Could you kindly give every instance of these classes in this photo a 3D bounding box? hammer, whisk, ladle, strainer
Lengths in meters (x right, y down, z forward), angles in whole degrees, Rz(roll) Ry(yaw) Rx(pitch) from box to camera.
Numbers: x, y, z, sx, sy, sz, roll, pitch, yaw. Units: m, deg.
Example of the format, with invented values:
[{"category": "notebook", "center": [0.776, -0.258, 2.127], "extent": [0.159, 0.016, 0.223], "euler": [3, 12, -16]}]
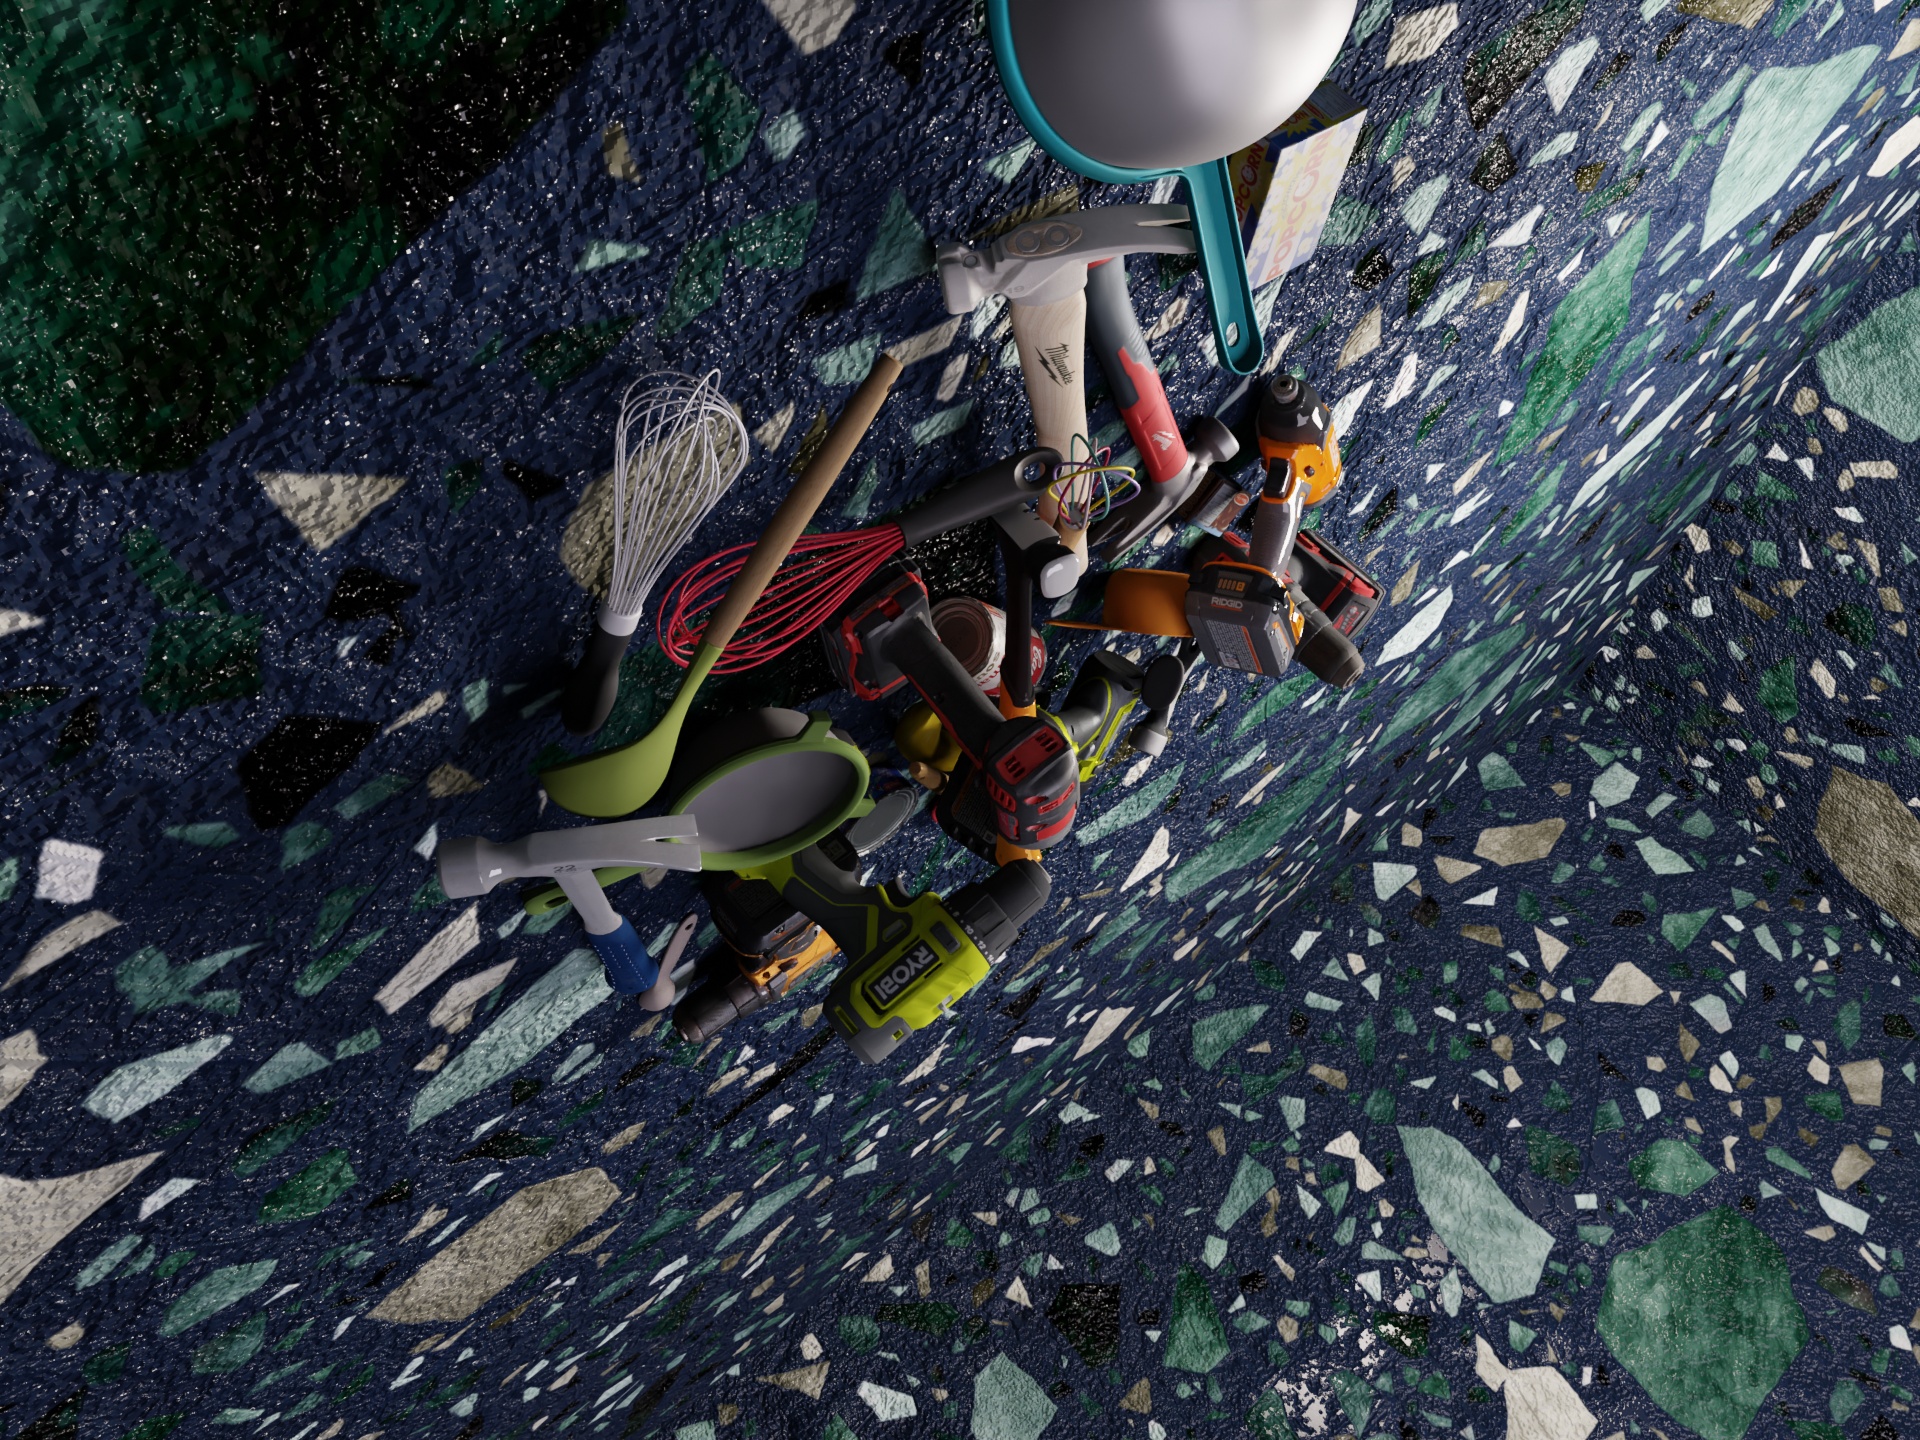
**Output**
[{"category": "hammer", "center": [0.076, -0.196, 1.064], "extent": [0.146, 0.038, 0.410], "euler": [-11, 159, 1]}, {"category": "whisk", "center": [-0.180, -0.082, 0.879], "extent": [0.070, 0.070, 0.284], "euler": [-23, 156, -41]}, {"category": "ladle", "center": [-0.013, 0.059, 1.380], "extent": [0.069, 0.031, 0.315], "euler": [-24, 169, 4]}, {"category": "strainer", "center": [-0.193, 0.059, 1.115], "extent": [0.256, 0.069, 0.151], "euler": [-24, 151, -1]}, {"category": "hammer", "center": [0.189, -0.036, 1.429], "extent": [0.149, 0.036, 0.409], "euler": [-65, 172, 3]}, {"category": "hammer", "center": [0.112, -0.228, 1.126], "extent": [0.143, 0.038, 0.386], "euler": [-43, 158, 3]}, {"category": "ladle", "center": [-0.134, -0.073, 0.885], "extent": [0.320, 0.062, 0.078], "euler": [-55, 174, 15]}, {"category": "hammer", "center": [0.037, -0.015, 1.155], "extent": [0.034, 0.127, 0.336], "euler": [-22, 136, -21]}, {"category": "whisk", "center": [0.073, -0.138, 1.039], "extent": [0.047, 0.051, 0.245], "euler": [-38, 178, -4]}, {"category": "strainer", "center": [0.138, -0.307, 0.787], "extent": [0.211, 0.095, 0.340], "euler": [-37, 134, -16]}, {"category": "hammer", "center": [-0.238, 0.135, 1.078], "extent": [0.144, 0.035, 0.405], "euler": [-7, 162, -8]}, {"category": "whisk", "center": [-0.056, -0.108, 0.991], "extent": [0.296, 0.073, 0.073], "euler": [-28, 154, -21]}]

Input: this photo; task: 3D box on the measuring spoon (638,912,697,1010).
[{"category": "measuring spoon", "center": [-0.241, 0.206, 1.340], "extent": [0.034, 0.018, 0.124], "euler": [-19, 147, -45]}]

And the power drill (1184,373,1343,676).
[{"category": "power drill", "center": [0.258, -0.169, 1.330], "extent": [0.226, 0.084, 0.164], "euler": [-70, 155, -16]}]

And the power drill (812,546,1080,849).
[{"category": "power drill", "center": [-0.002, -0.003, 1.094], "extent": [0.078, 0.220, 0.143], "euler": [-38, 157, -12]}]

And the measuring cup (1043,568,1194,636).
[{"category": "measuring cup", "center": [0.136, -0.103, 1.351], "extent": [0.173, 0.095, 0.052], "euler": [-1, 101, -42]}]

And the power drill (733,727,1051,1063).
[{"category": "power drill", "center": [-0.063, 0.116, 1.194], "extent": [0.190, 0.229, 0.080], "euler": [-40, 158, -9]}]

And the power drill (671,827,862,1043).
[{"category": "power drill", "center": [-0.168, 0.183, 1.343], "extent": [0.185, 0.084, 0.226], "euler": [-36, 162, -22]}]

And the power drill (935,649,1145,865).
[{"category": "power drill", "center": [0.072, 0.038, 1.374], "extent": [0.223, 0.080, 0.171], "euler": [-25, 145, -61]}]

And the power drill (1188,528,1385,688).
[{"category": "power drill", "center": [0.333, -0.109, 1.528], "extent": [0.080, 0.188, 0.226], "euler": [-55, 159, 24]}]
